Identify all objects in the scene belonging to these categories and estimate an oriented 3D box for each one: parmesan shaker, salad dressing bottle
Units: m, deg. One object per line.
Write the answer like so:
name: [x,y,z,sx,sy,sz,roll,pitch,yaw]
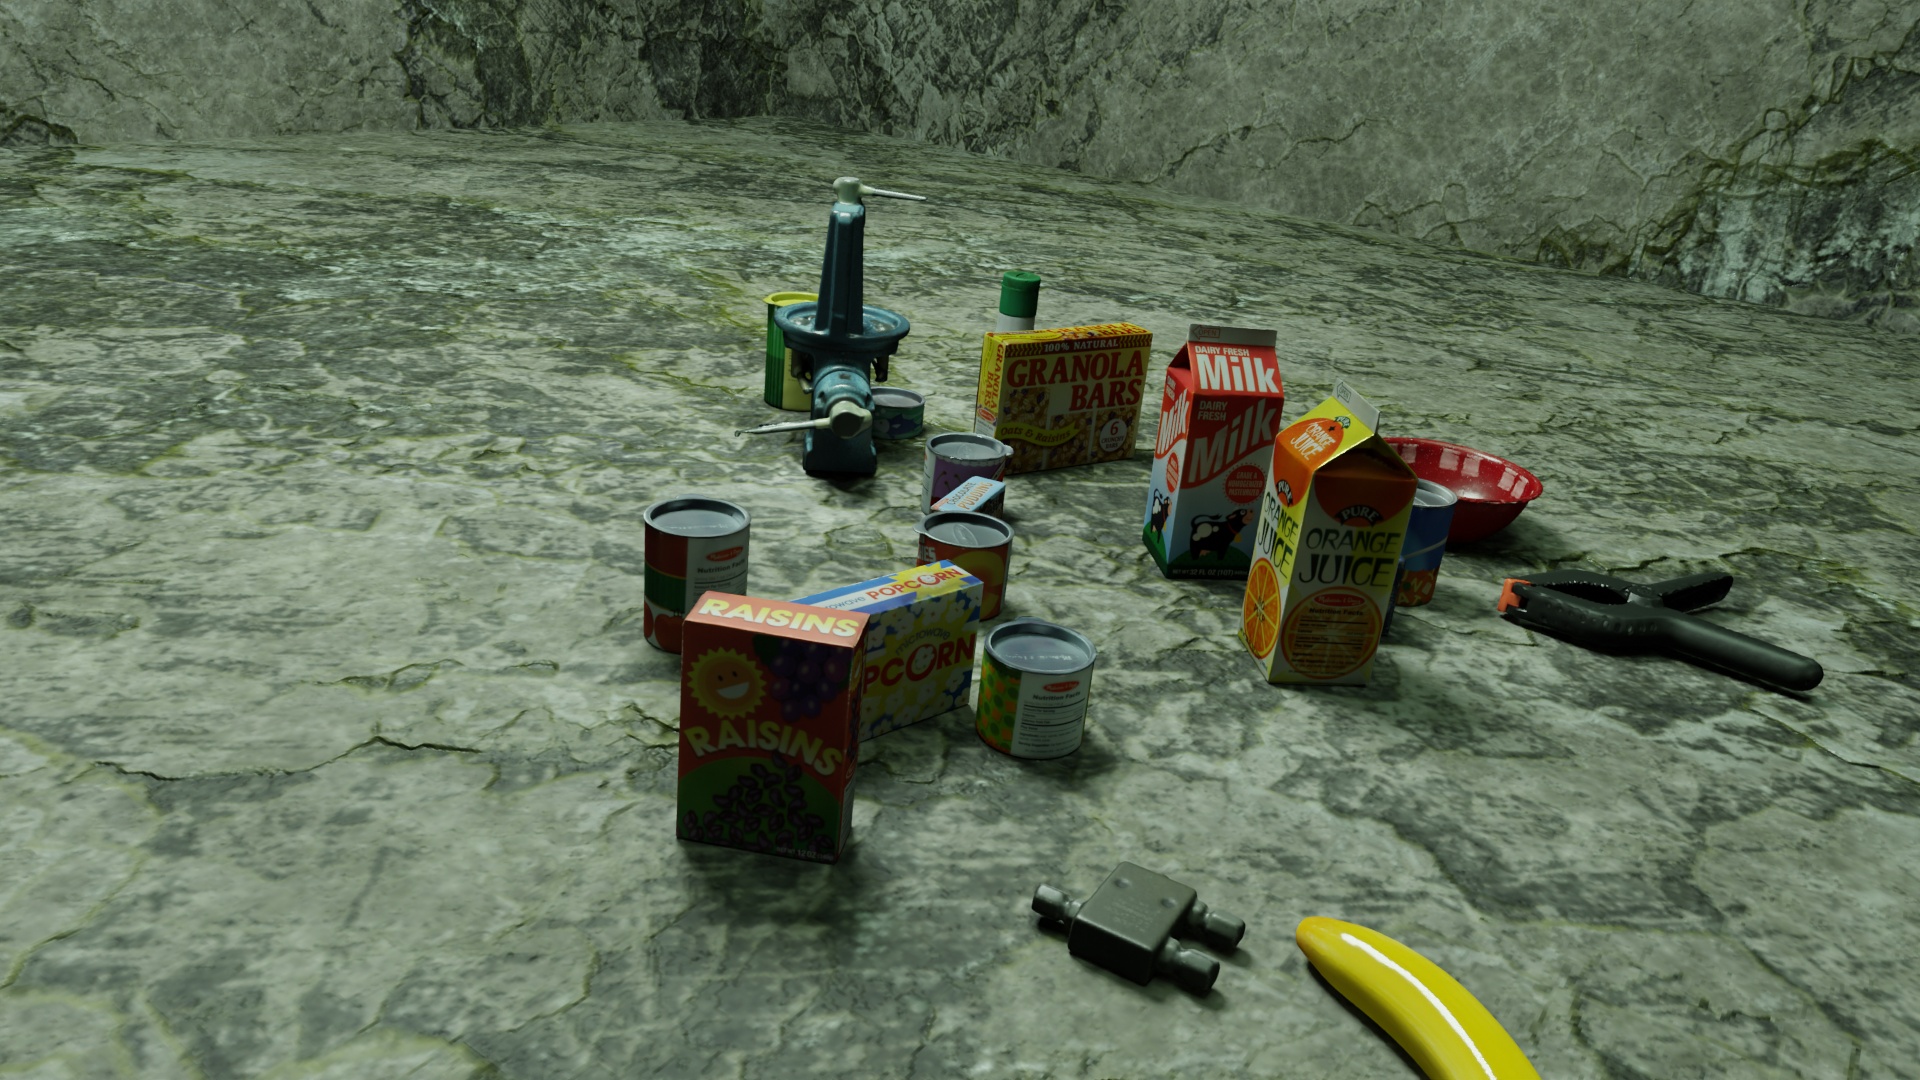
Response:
parmesan shaker: [-0.160,-0.184,1.352,0.071,0.102,0.071,5,22,-2]
salad dressing bottle: [0.051,-0.186,1.354,0.044,0.147,0.064,13,23,16]

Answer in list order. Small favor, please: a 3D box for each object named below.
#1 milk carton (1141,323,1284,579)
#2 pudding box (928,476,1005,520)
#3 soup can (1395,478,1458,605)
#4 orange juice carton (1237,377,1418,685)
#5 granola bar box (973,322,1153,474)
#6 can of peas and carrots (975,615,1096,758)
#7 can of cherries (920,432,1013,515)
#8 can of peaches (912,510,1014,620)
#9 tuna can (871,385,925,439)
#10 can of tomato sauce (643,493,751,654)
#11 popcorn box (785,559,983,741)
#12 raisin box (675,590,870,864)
milk carton: [0.193,-0.071,1.062,0.072,0.189,0.074,2,23,-10]
pudding box: [0.004,-0.013,1.057,0.030,0.049,0.084,15,24,20]
soup can: [0.337,0.000,1.069,0.071,0.083,0.071,5,22,-2]
orange juice carton: [0.243,-0.005,0.916,0.073,0.191,0.072,3,23,-8]
granola bar box: [0.092,-0.130,1.261,0.166,0.123,0.039,-9,27,-33]
can of peas and carrots: [0.043,0.086,0.819,0.071,0.058,0.071,5,23,-2]
can of cherries: [0.005,-0.050,1.134,0.071,0.058,0.072,5,23,-2]
can of peaches: [-0.001,0.017,0.972,0.071,0.057,0.071,5,23,-2]
tuna can: [-0.069,-0.121,1.316,0.071,0.032,0.071,5,23,-2]
can of tomato sauce: [-0.170,0.021,0.887,0.071,0.082,0.071,5,22,-2]
popcorn box: [-0.048,0.067,0.807,0.127,0.085,0.038,-14,30,-40]
raisin box: [-0.093,0.092,0.687,0.086,0.122,0.040,9,22,6]
